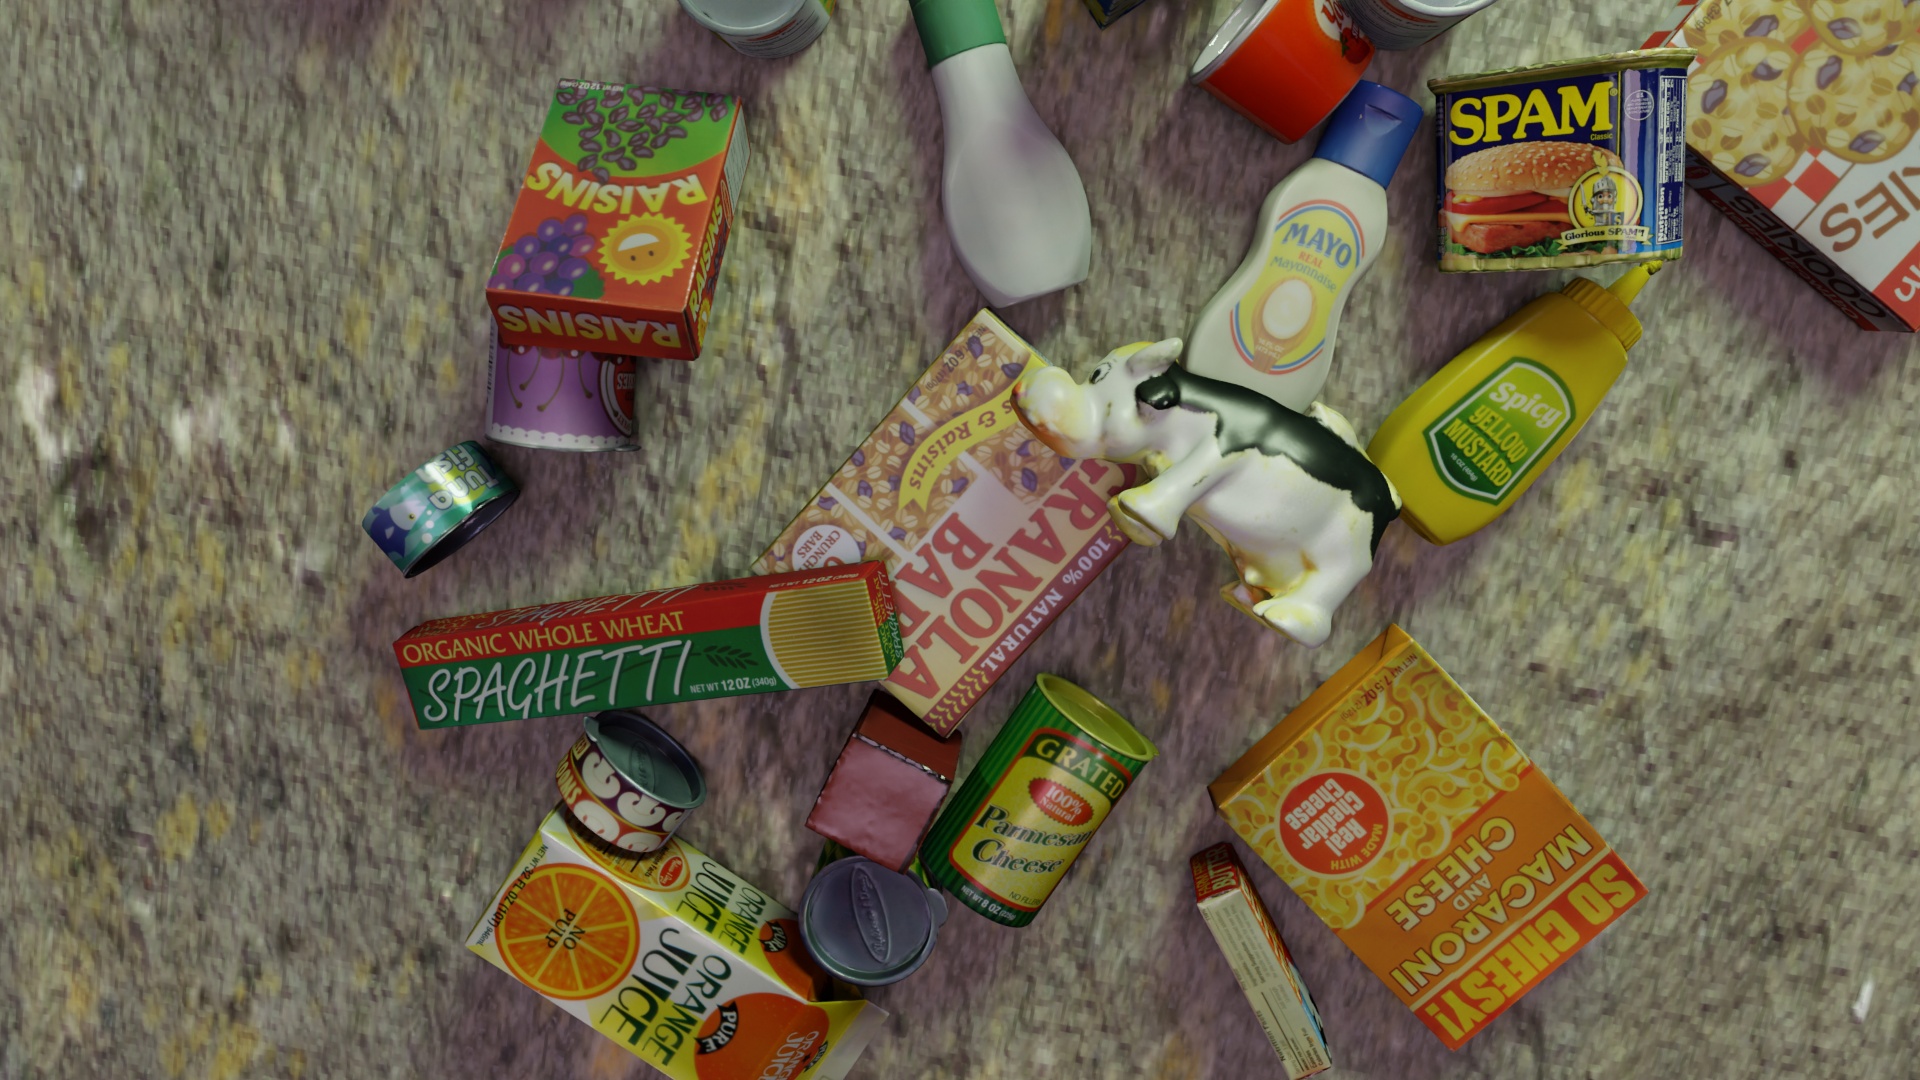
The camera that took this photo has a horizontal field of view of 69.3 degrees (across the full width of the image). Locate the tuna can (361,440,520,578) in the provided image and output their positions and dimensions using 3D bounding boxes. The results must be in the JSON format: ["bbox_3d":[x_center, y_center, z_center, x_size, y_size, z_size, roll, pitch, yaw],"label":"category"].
[{"bbox_3d":[-0.243,-0.016,0.651,0.071,0.071,0.033,-39,95,9],"label":"tuna can"}]

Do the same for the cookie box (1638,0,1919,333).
[{"bbox_3d":[0.387,-0.189,0.603,0.167,0.040,0.122,38,99,-3],"label":"cookie box"}]

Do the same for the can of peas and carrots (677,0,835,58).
[{"bbox_3d":[-0.091,-0.252,0.609,0.071,0.059,0.070,0,99,3],"label":"can of peas and carrots"}]

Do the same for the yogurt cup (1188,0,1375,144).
[{"bbox_3d":[0.141,-0.210,0.602,0.054,0.072,0.072,38,100,-12],"label":"yogurt cup"}]

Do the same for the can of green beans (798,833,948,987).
[{"bbox_3d":[-0.042,0.174,0.678,0.071,0.058,0.071,1,100,3],"label":"can of green beans"}]

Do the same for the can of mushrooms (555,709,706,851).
[{"bbox_3d":[-0.161,0.114,0.669,0.071,0.071,0.033,40,101,-4],"label":"can of mushrooms"}]

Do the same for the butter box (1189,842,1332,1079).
[{"bbox_3d":[0.146,0.203,0.675,0.024,0.053,0.103,-27,96,10],"label":"butter box"}]

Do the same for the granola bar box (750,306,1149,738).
[{"bbox_3d":[0.002,-0.008,0.655,0.124,0.039,0.165,42,99,-4],"label":"granola bar box"}]

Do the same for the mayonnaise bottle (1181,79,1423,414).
[{"bbox_3d":[0.157,-0.130,0.625,0.065,0.041,0.147,25,100,1],"label":"mayonnaise bottle"}]

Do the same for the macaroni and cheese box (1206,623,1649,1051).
[{"bbox_3d":[0.222,0.142,0.668,0.123,0.040,0.166,-44,94,9],"label":"macaroni and cheese box"}]

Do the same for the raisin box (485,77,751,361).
[{"bbox_3d":[-0.147,-0.141,0.608,0.086,0.040,0.124,6,61,1],"label":"raisin box"}]

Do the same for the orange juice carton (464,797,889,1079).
[{"bbox_3d":[-0.133,0.206,0.680,0.193,0.073,0.071,34,100,-3],"label":"orange juice carton"}]

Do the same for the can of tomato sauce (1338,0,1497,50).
[{"bbox_3d":[0.195,-0.248,0.582,0.071,0.083,0.071,0,100,3],"label":"can of tomato sauce"}]

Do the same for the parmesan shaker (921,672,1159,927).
[{"bbox_3d":[0.038,0.125,0.662,0.071,0.071,0.103,33,100,-3],"label":"parmesan shaker"}]

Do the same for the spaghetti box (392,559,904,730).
[{"bbox_3d":[-0.151,0.051,0.654,0.250,0.029,0.050,-8,104,15],"label":"spaghetti box"}]

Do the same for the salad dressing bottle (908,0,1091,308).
[{"bbox_3d":[0.015,-0.181,0.624,0.064,0.044,0.147,-16,97,8],"label":"salad dressing bottle"}]

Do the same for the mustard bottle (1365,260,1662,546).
[{"bbox_3d":[0.254,-0.070,0.626,0.065,0.049,0.160,42,99,-6],"label":"mustard bottle"}]

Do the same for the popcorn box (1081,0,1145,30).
[{"bbox_3d":[0.086,-0.256,0.565,0.085,0.127,0.038,-34,99,8],"label":"popcorn box"}]

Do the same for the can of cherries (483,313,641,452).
[{"bbox_3d":[-0.181,-0.073,0.641,0.071,0.071,0.058,7,99,2],"label":"can of cherries"}]
